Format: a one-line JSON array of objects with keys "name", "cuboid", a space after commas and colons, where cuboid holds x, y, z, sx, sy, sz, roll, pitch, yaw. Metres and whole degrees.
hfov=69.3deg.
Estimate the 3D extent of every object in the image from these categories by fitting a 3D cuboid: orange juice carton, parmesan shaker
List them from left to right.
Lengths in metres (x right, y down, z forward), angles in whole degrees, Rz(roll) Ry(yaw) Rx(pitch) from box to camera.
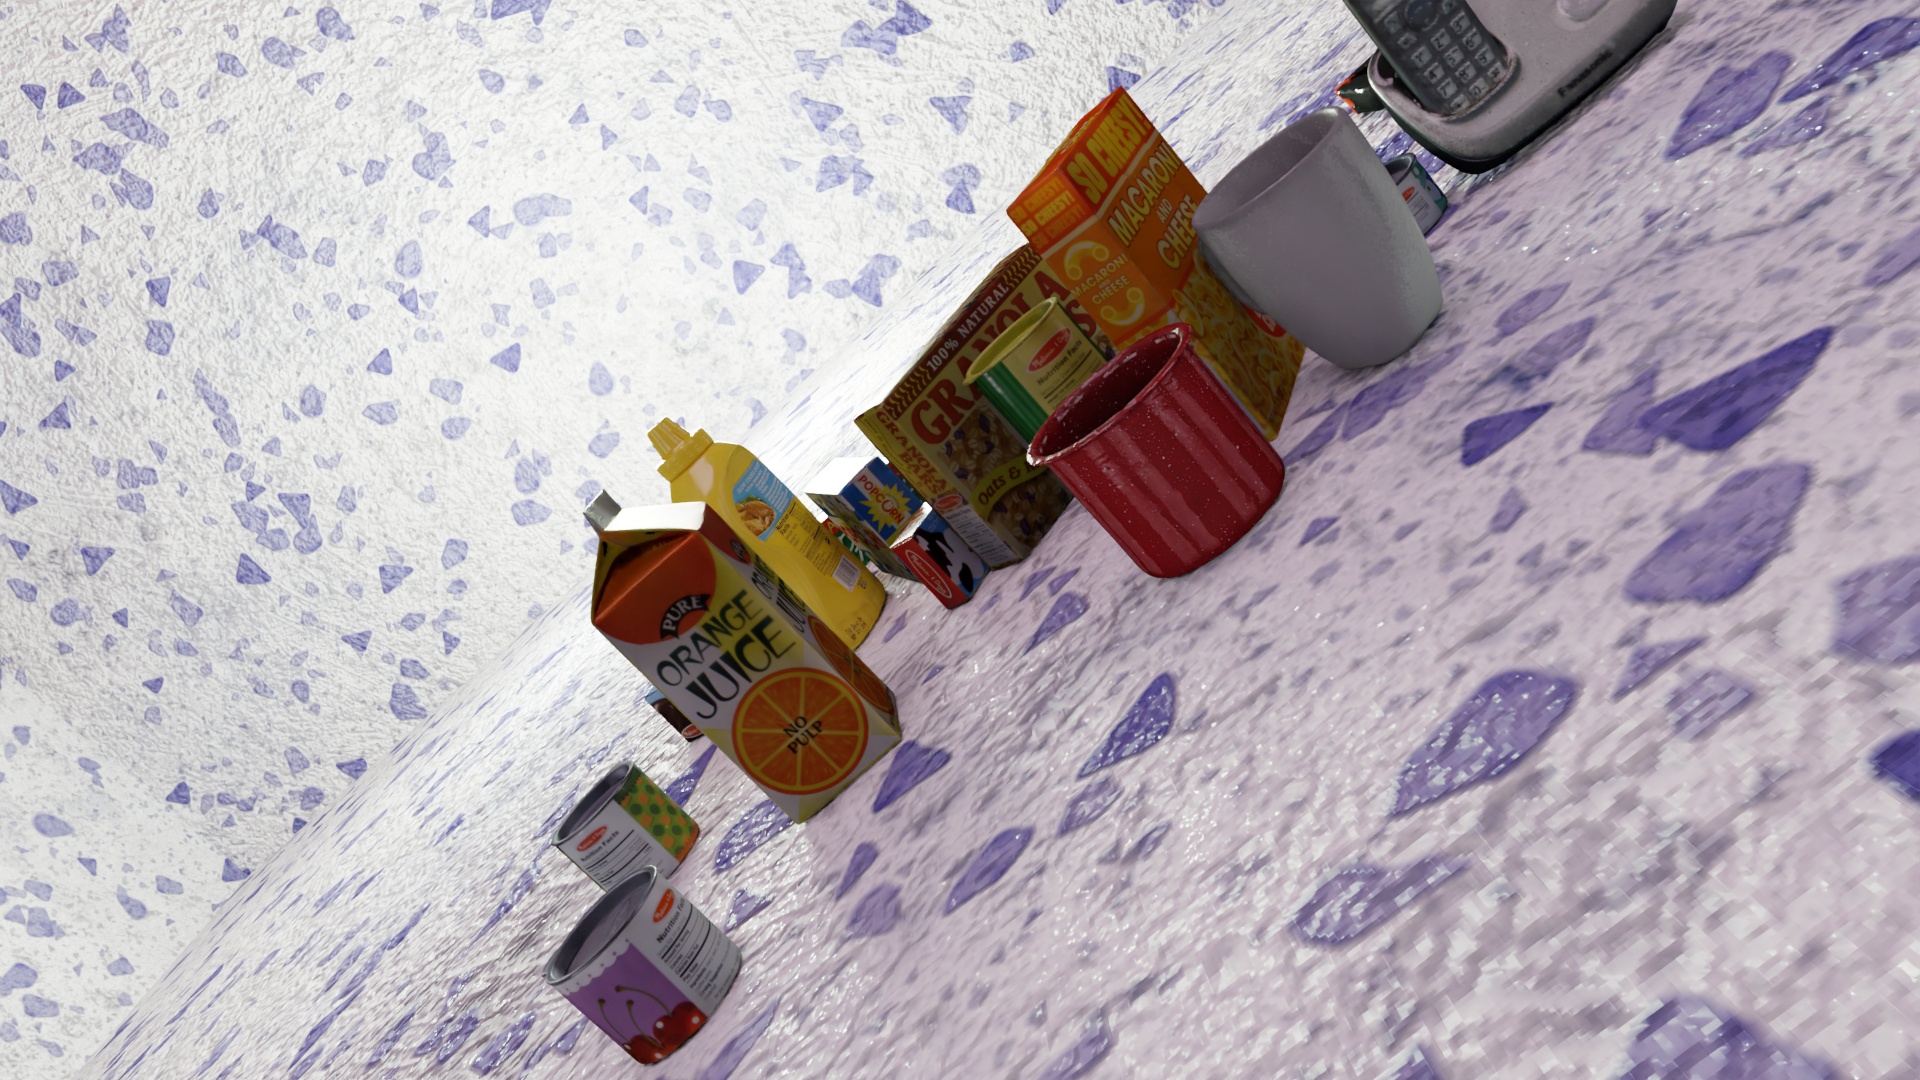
[{"name": "orange juice carton", "cuboid": [-0.122, 0.048, 0.720, 0.073, 0.192, 0.072, -42, 14, 4]}, {"name": "parmesan shaker", "cuboid": [0.059, -0.074, 0.775, 0.071, 0.103, 0.071, -40, 14, 12]}]

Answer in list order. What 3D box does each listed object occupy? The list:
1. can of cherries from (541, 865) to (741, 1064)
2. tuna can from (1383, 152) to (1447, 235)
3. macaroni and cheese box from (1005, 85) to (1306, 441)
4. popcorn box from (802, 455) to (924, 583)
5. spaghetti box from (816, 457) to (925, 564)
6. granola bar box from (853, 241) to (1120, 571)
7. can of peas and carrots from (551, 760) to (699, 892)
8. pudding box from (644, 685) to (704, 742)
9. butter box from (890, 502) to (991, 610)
[{"name": "can of cherries", "cuboid": [-0.144, 0.193, 0.628, 0.071, 0.058, 0.072, -40, 14, 12]}, {"name": "tuna can", "cuboid": [0.232, -0.181, 0.770, 0.071, 0.033, 0.071, -39, 14, 12]}, {"name": "macaroni and cheese box", "cuboid": [0.105, -0.134, 0.701, 0.040, 0.166, 0.124, -32, 17, 37]}, {"name": "popcorn box", "cuboid": [-0.056, -0.016, 0.956, 0.038, 0.085, 0.126, -45, 14, -11]}, {"name": "spaghetti box", "cuboid": [-0.027, -0.059, 1.077, 0.250, 0.050, 0.029, -42, 14, 2]}, {"name": "granola bar box", "cuboid": [0.031, -0.083, 0.837, 0.166, 0.124, 0.039, -51, 16, -31]}, {"name": "can of peas and carrots", "cuboid": [-0.200, 0.174, 0.833, 0.071, 0.058, 0.071, -40, 14, 12]}, {"name": "pudding box", "cuboid": [-0.185, 0.110, 1.007, 0.083, 0.049, 0.030, -30, 18, 41]}, {"name": "butter box", "cuboid": [0.003, -0.011, 0.845, 0.024, 0.053, 0.104, -29, 19, 44]}]
